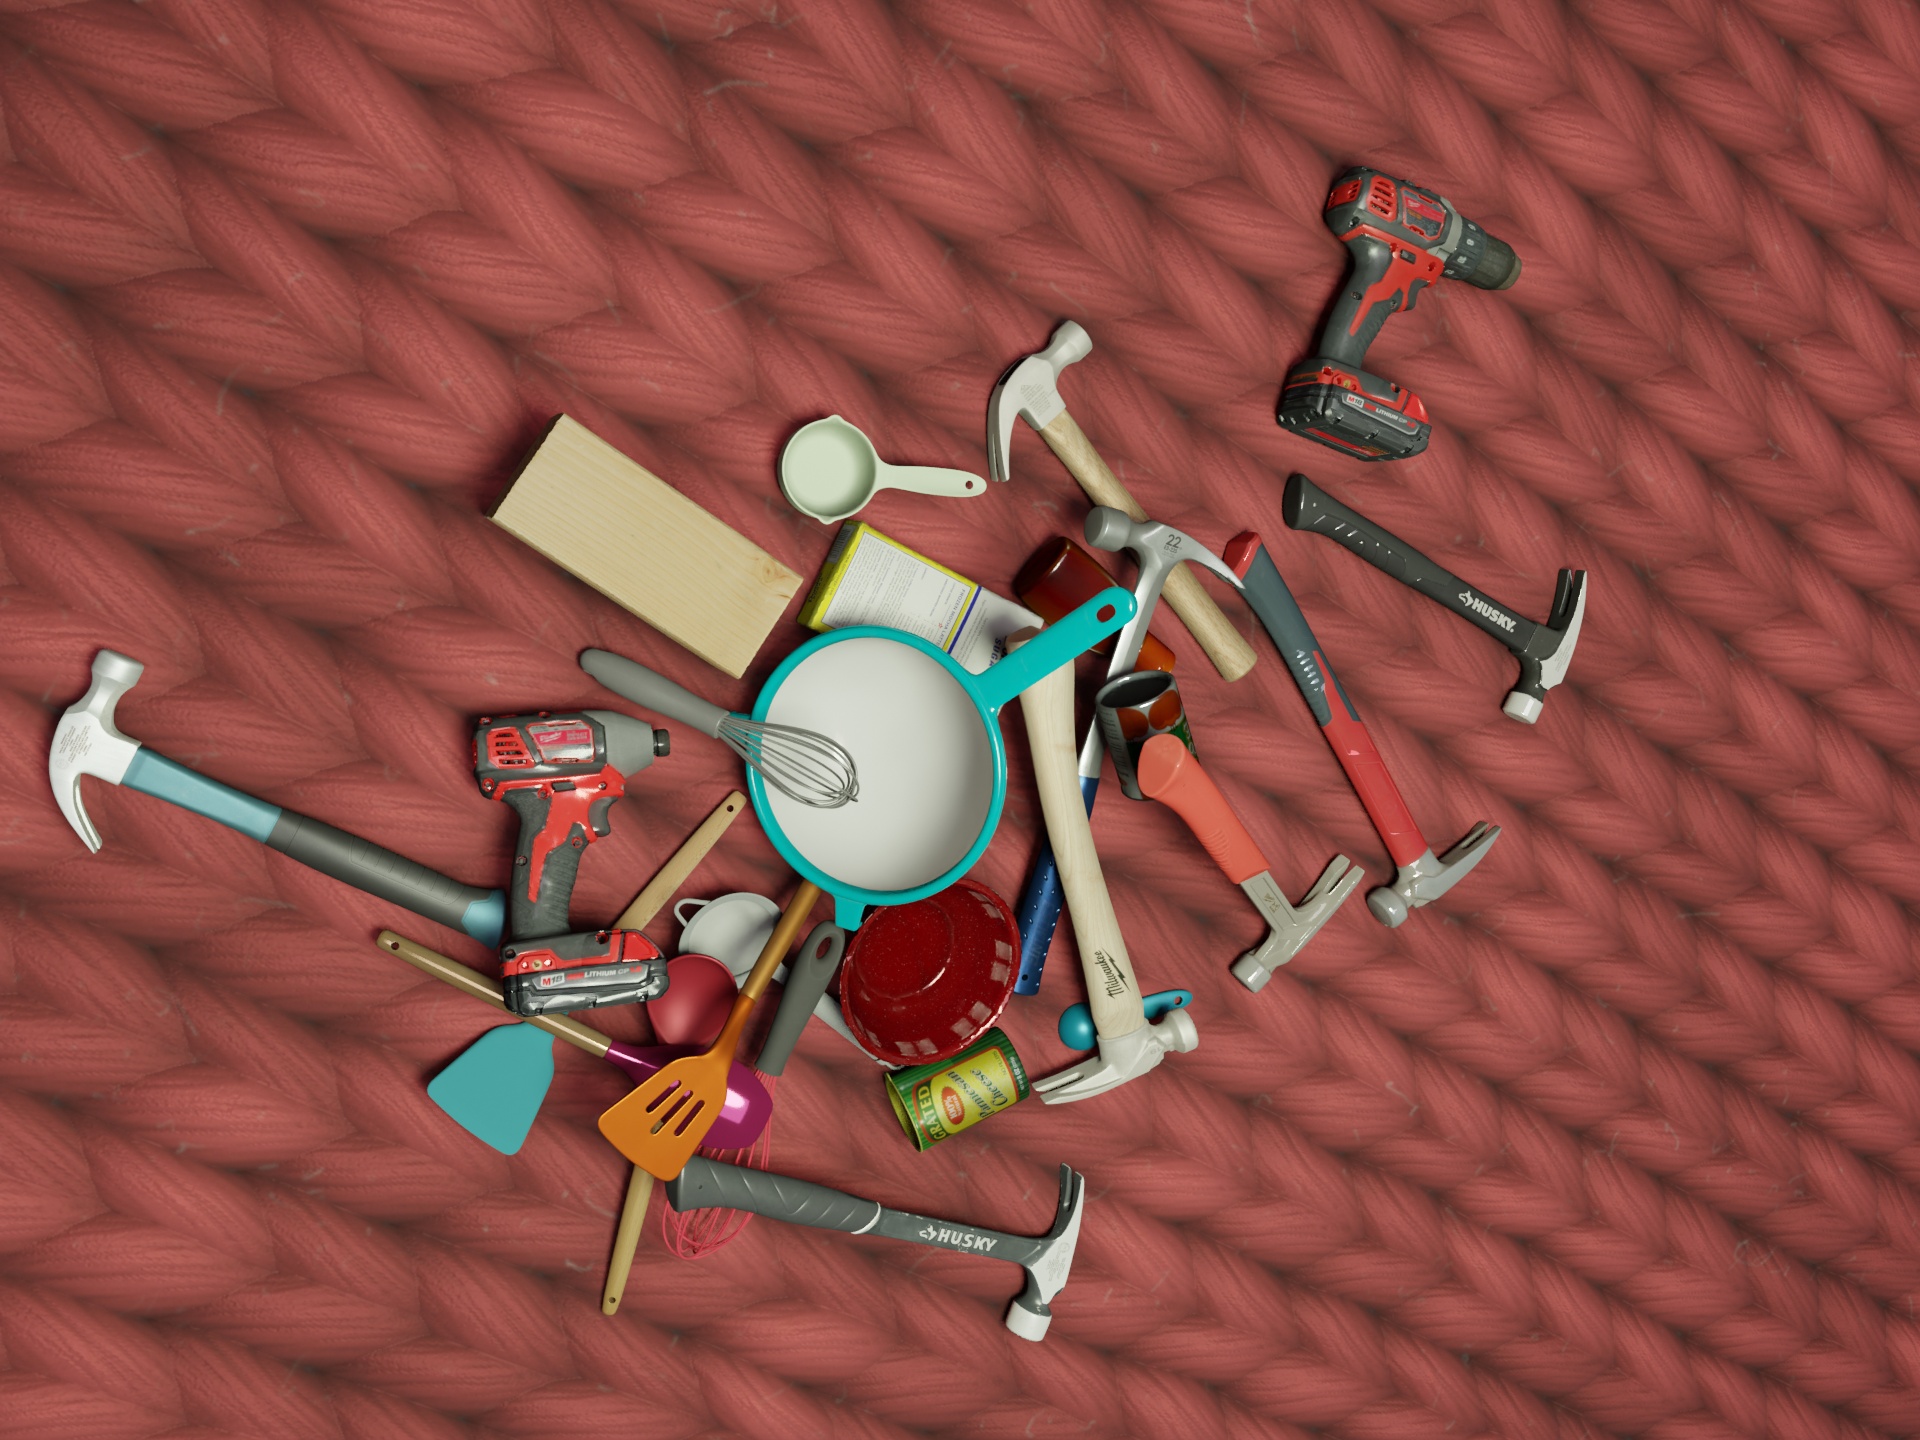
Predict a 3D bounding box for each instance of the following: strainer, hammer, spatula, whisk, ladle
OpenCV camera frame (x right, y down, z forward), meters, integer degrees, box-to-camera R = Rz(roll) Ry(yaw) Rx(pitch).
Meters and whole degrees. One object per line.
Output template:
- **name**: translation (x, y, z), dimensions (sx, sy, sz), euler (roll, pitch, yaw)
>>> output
- **strainer**: translation (-0.134, 0.210, 1.269), dimensions (0.087, 0.050, 0.258), euler (-46, 115, 2)
- **hammer**: translation (0.141, -0.160, 1.322), dimensions (0.130, 0.031, 0.331), euler (-44, 109, -10)
- **hammer**: translation (0.424, -0.131, 1.426), dimensions (0.334, 0.035, 0.146), euler (27, 88, -21)
- **spatula**: translation (-0.269, 0.179, 1.213), dimensions (0.082, 0.044, 0.317), euler (41, 81, -7)
- **whisk**: translation (-0.157, 0.290, 1.242), dimensions (0.073, 0.073, 0.296), euler (22, 95, -21)
- **hammer**: translation (-0.059, 0.399, 1.279), dimensions (0.408, 0.036, 0.149), euler (25, 86, -34)
- **spatula**: translation (-0.156, 0.190, 1.203), dimensions (0.081, 0.041, 0.323), euler (49, 53, -28)
- **hammer**: translation (-0.475, 0.080, 1.132), dimensions (0.330, 0.033, 0.128), euler (28, 86, -21)
- **hammer**: translation (0.087, 0.121, 1.281), dimensions (0.146, 0.038, 0.410), euler (-20, 113, -14)
- **strainer**: translation (-0.002, -0.004, 1.196), dimensions (0.340, 0.095, 0.211), euler (-33, 85, 20)
- **hammer**: translation (0.349, -0.007, 1.414), dimensions (0.143, 0.038, 0.386), euler (-36, 107, -13)
- **hammer**: translation (0.231, 0.102, 1.295), dimensions (0.149, 0.037, 0.358), euler (-47, 140, -5)
- **whisk**: translation (-0.179, 0.003, 1.175), dimensions (0.239, 0.055, 0.055), euler (26, 88, 8)
- **ladle**: translation (-0.237, 0.322, 1.236), dimensions (0.069, 0.031, 0.315), euler (15, 101, -8)
- **hammer**: translation (0.111, 0.035, 1.302), dimensions (0.144, 0.035, 0.405), euler (12, 102, -25)

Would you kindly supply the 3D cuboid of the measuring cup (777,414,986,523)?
- **measuring cup**: translation (-0.063, -0.191, 1.243), dimensions (0.167, 0.038, 0.083), euler (3, 96, -22)

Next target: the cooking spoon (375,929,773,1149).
- **cooking spoon**: translation (-0.286, 0.233, 1.183), dimensions (0.318, 0.017, 0.069), euler (29, 83, -9)

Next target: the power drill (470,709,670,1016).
- **power drill**: translation (-0.276, 0.100, 1.163), dimensions (0.143, 0.078, 0.220), euler (-5, 80, -19)

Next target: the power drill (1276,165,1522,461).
- **power drill**: translation (0.380, -0.339, 1.363), dimensions (0.187, 0.080, 0.227), euler (16, 89, -21)

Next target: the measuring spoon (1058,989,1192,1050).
- **measuring spoon**: translation (0.148, 0.258, 1.384), dimensions (0.128, 0.021, 0.042), euler (-12, 101, -17)
